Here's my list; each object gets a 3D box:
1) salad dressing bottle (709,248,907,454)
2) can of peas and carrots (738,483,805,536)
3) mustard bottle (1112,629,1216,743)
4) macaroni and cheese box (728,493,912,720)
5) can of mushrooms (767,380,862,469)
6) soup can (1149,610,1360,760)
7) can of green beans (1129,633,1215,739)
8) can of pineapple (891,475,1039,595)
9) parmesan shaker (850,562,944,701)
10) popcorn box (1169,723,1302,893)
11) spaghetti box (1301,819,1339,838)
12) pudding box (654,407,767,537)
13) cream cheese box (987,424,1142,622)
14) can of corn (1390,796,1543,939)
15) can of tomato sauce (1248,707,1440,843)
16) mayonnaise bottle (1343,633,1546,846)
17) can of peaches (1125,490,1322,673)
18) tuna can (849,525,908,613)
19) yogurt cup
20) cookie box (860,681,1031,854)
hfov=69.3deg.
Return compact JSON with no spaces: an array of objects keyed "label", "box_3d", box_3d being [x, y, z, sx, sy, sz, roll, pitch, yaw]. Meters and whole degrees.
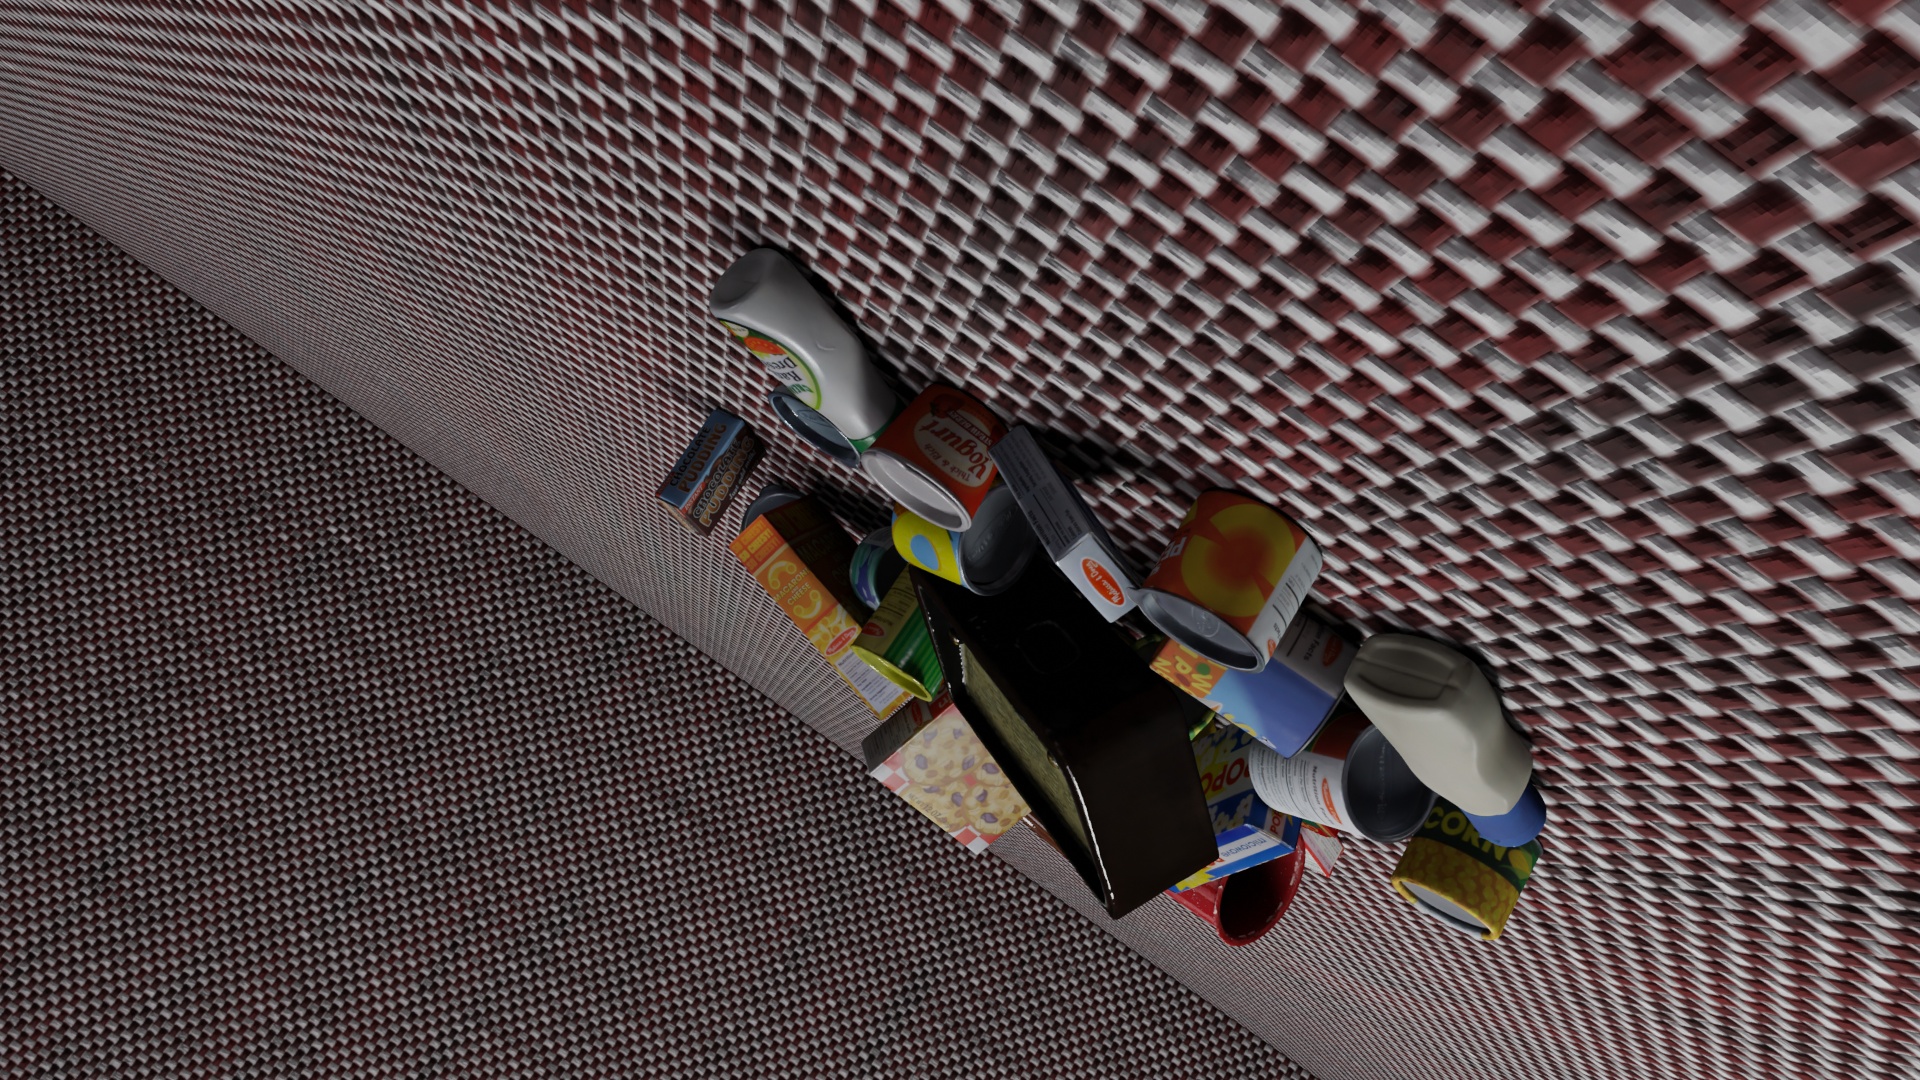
[{"label":"salad dressing bottle","box_3d":[-0.069,-0.089,0.737,0.064,0.044,0.147,19,159,49]},{"label":"can of peas and carrots","box_3d":[-0.148,-0.006,1.131,0.071,0.071,0.058,36,165,-4]},{"label":"mustard bottle","box_3d":[0.108,0.098,0.933,0.160,0.049,0.065,43,157,-30]},{"label":"macaroni and cheese box","box_3d":[-0.087,0.046,1.037,0.166,0.040,0.124,48,-166,1]},{"label":"can of mushrooms","box_3d":[-0.076,-0.076,0.815,0.071,0.033,0.071,31,164,10]},{"label":"soup can","box_3d":[0.145,0.061,0.695,0.084,0.071,0.071,33,165,7]},{"label":"can of green beans","box_3d":[0.122,0.096,0.856,0.071,0.071,0.057,32,159,8]},{"label":"can of pineapple","box_3d":[0.003,-0.010,0.791,0.058,0.071,0.070,21,160,41]},{"label":"parmesan shaker","box_3d":[-0.017,0.049,0.944,0.071,0.103,0.071,32,165,10]},{"label":"popcorn box","box_3d":[0.164,0.162,0.865,0.038,0.085,0.126,30,146,-12]},{"label":"spaghetti box","box_3d":[0.172,0.158,1.023,0.250,0.029,0.050,16,157,51]},{"label":"pudding box","box_3d":[-0.186,-0.051,1.035,0.030,0.084,0.049,23,161,28]},{"label":"cream cheese box","box_3d":[0.051,-0.010,0.678,0.053,0.024,0.104,47,-171,-37]},{"label":"can of corn","box_3d":[0.290,0.187,0.800,0.071,0.058,0.071,32,165,10]},{"label":"can of tomato sauce","box_3d":[0.212,0.125,0.767,0.071,0.071,0.083,40,165,-19]},{"label":"mayonnaise bottle","box_3d":[0.241,0.100,0.670,0.065,0.041,0.147,17,158,49]},{"label":"can of peaches","box_3d":[0.121,0.017,0.634,0.071,0.058,0.071,32,166,9]},{"label":"tuna can","box_3d":[-0.043,0.026,0.992,0.071,0.071,0.033,43,162,-30]},{"label":"yogurt cup","box_3d":[-0.010,-0.045,0.728,0.072,0.054,0.072,32,165,10]},{"label":"cookie box","box_3d":[0.032,0.136,0.995,0.122,0.167,0.040,43,-169,-31]}]
